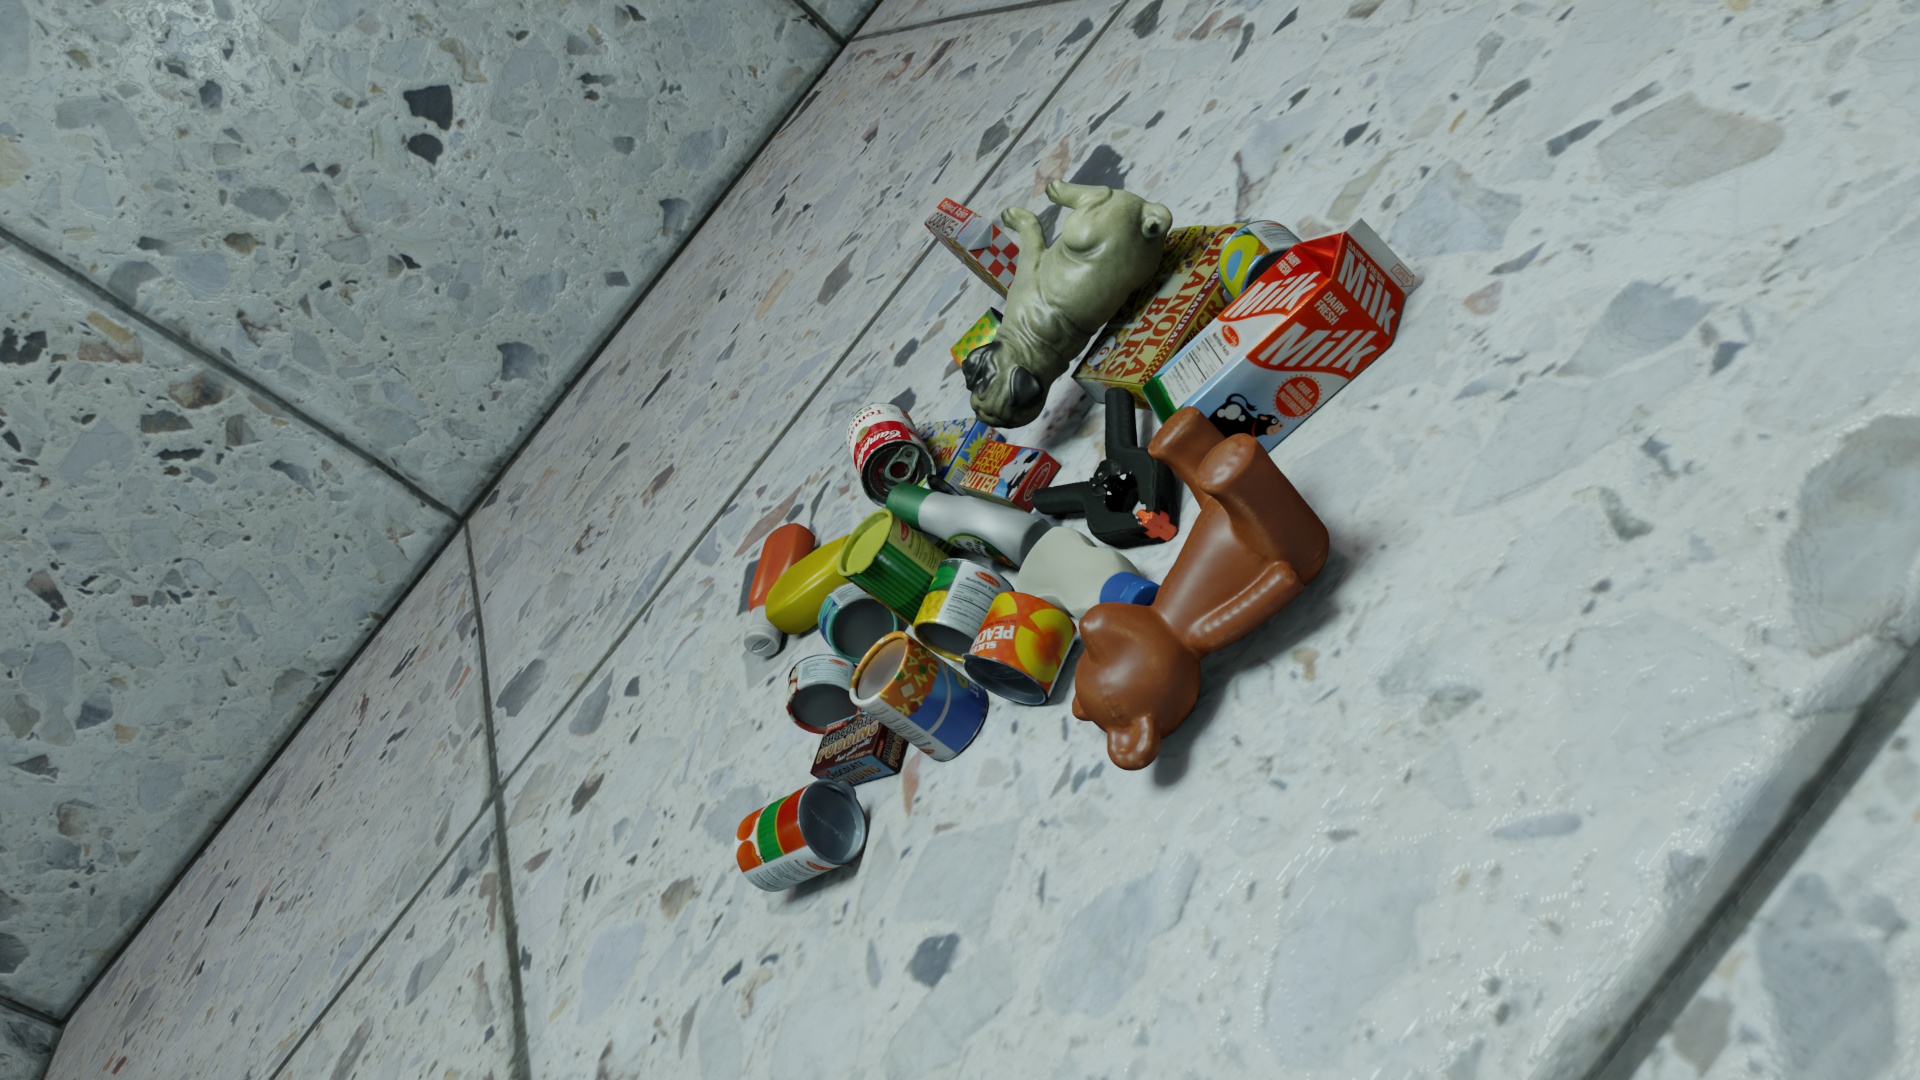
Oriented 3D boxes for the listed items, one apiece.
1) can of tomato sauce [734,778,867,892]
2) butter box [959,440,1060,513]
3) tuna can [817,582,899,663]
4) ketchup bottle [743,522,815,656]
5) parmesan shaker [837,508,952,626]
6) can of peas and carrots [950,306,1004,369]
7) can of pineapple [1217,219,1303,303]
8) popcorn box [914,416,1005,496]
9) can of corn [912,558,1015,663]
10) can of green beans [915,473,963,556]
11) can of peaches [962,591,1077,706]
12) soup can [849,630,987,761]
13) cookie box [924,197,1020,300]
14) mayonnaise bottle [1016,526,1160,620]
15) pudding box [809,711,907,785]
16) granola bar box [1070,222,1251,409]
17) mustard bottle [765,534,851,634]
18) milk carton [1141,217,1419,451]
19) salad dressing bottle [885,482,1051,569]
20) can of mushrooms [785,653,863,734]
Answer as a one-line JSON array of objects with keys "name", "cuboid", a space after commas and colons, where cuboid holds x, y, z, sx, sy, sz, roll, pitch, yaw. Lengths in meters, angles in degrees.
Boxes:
[{"name": "can of tomato sauce", "cuboid": [-0.123, 0.226, 1.068, 0.083, 0.071, 0.071, -31, 33, 37]}, {"name": "butter box", "cuboid": [0.041, -0.057, 1.216, 0.053, 0.024, 0.103, -56, 26, -8]}, {"name": "tuna can", "cuboid": [-0.088, 0.074, 1.211, 0.071, 0.071, 0.033, -51, 27, 0]}, {"name": "ketchup bottle", "cuboid": [-0.190, 0.051, 1.423, 0.064, 0.043, 0.149, -33, 31, 34]}, {"name": "parmesan shaker", "cuboid": [-0.042, 0.031, 1.147, 0.071, 0.103, 0.072, -38, 28, 25]}, {"name": "can of peas and carrots", "cuboid": [0.033, -0.181, 1.342, 0.058, 0.071, 0.071, -44, 27, 15]}, {"name": "can of pineapple", "cuboid": [0.234, -0.200, 1.049, 0.071, 0.071, 0.058, -44, 27, 15]}, {"name": "popcorn box", "cuboid": [-0.022, -0.070, 1.319, 0.126, 0.038, 0.085, 0, 57, 58]}, {"name": "can of corn", "cuboid": [0.002, 0.057, 1.088, 0.071, 0.071, 0.058, -15, 44, 50]}, {"name": "can of green beans", "cuboid": [-0.026, -0.015, 1.223, 0.057, 0.071, 0.071, -44, 27, 17]}, {"name": "can of peaches", "cuboid": [0.042, 0.076, 0.994, 0.071, 0.071, 0.058, -10, 46, 53]}, {"name": "soup can", "cuboid": [-0.030, 0.114, 1.044, 0.071, 0.083, 0.072, -38, 29, 25]}, {"name": "cookie box", "cuboid": [0.036, -0.279, 1.397, 0.040, 0.123, 0.168, -48, 26, 6]}, {"name": "mayonnaise bottle", "cuboid": [0.096, 0.033, 0.998, 0.065, 0.041, 0.148, -55, 27, -5]}, {"name": "pudding box", "cuboid": [-0.079, 0.166, 1.116, 0.083, 0.030, 0.050, -24, 36, 43]}, {"name": "granola bar box", "cuboid": [0.177, -0.187, 1.150, 0.166, 0.039, 0.124, -55, 27, -8]}, {"name": "mustard bottle", "cuboid": [-0.121, 0.032, 1.332, 0.159, 0.048, 0.066, -34, 31, 31]}, {"name": "milk carton", "cuboid": [0.226, -0.136, 0.971, 0.190, 0.072, 0.074, -44, 27, 17]}, {"name": "salad dressing bottle", "cuboid": [0.004, -0.014, 1.136, 0.148, 0.064, 0.044, 18, 78, 37]}, {"name": "can of mushrooms", "cuboid": [-0.114, 0.133, 1.177, 0.071, 0.071, 0.034, -39, 30, 24]}]
